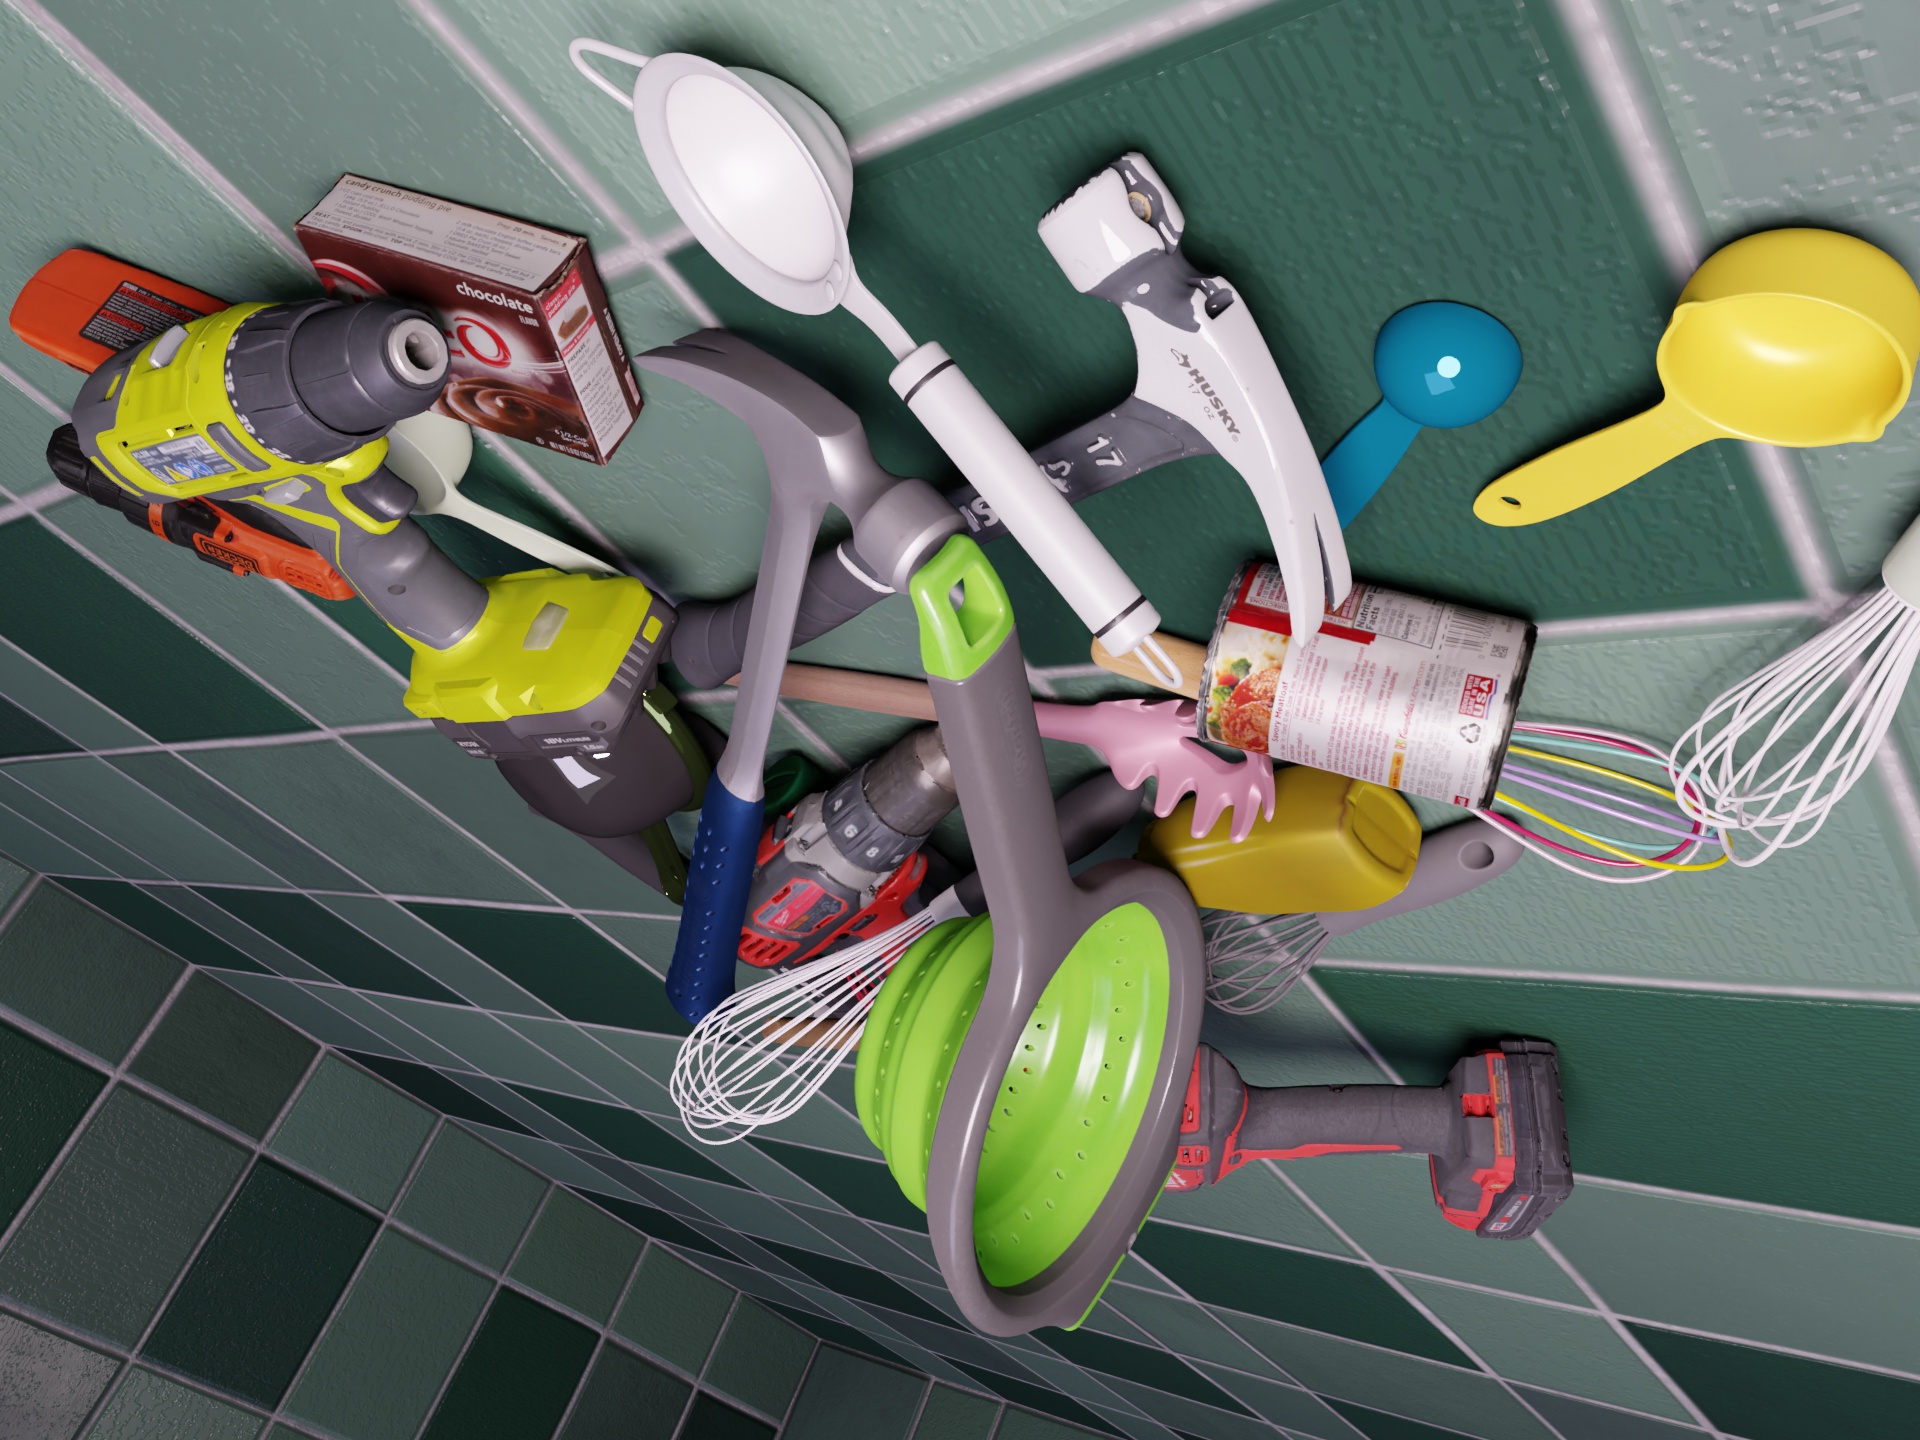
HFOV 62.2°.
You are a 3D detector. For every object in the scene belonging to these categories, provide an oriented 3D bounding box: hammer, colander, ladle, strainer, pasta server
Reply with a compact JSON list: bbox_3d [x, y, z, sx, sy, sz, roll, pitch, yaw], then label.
[{"bbox_3d":[-0.159,0.136,1.104,0.334,0.035,0.146,40,150,-27],"label":"hammer"},{"bbox_3d":[0.005,0.089,0.641,0.094,0.204,0.396,16,138,32],"label":"colander"},{"bbox_3d":[-0.006,0.204,0.950,0.078,0.062,0.320,14,177,40],"label":"ladle"},{"bbox_3d":[-0.207,0.049,0.911,0.151,0.069,0.256,24,148,25],"label":"strainer"},{"bbox_3d":[-0.096,0.014,0.685,0.144,0.035,0.405,45,144,20],"label":"hammer"},{"bbox_3d":[-0.001,-0.002,0.725,0.316,0.040,0.060,9,127,31],"label":"pasta server"},{"bbox_3d":[-0.016,-0.111,0.474,0.258,0.050,0.087,51,159,-1],"label":"strainer"},{"bbox_3d":[-0.020,-0.062,0.612,0.149,0.036,0.409,53,149,-12],"label":"hammer"}]

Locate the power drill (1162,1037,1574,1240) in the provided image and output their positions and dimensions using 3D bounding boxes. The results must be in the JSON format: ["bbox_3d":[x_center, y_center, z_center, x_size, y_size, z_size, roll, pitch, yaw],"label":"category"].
[{"bbox_3d":[0.194,0.219,0.839,0.219,0.079,0.143,2,149,6],"label":"power drill"}]

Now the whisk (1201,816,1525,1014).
[{"bbox_3d":[0.175,0.091,0.735,0.055,0.055,0.239,31,148,-11],"label":"whisk"}]

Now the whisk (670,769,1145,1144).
[{"bbox_3d":[-0.028,0.110,0.765,0.284,0.070,0.070,-38,125,11],"label":"whisk"}]

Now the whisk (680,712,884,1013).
[{"bbox_3d":[-0.078,0.099,0.952,0.073,0.073,0.295,-4,135,43],"label":"whisk"}]

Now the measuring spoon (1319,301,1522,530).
[{"bbox_3d":[0.128,-0.080,0.495,0.042,0.021,0.128,26,152,-2],"label":"measuring spoon"}]

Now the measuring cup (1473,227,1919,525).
[{"bbox_3d":[0.192,-0.087,0.438,0.062,0.029,0.156,30,164,-9],"label":"measuring cup"}]

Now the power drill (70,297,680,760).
[{"bbox_3d":[-0.223,-0.079,0.656,0.190,0.080,0.228,-2,144,36],"label":"power drill"}]

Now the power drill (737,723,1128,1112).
[{"bbox_3d":[0.004,0.104,0.839,0.226,0.080,0.188,35,126,-20],"label":"power drill"}]

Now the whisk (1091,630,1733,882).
[{"bbox_3d":[0.163,0.006,0.599,0.245,0.047,0.051,19,154,18],"label":"whisk"}]

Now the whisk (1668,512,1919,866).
[{"bbox_3d":[0.264,-0.033,0.441,0.058,0.059,0.246,9,146,4],"label":"whisk"}]

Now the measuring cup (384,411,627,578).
[{"bbox_3d":[-0.217,-0.110,0.721,0.167,0.038,0.083,27,153,-17],"label":"measuring cup"}]
